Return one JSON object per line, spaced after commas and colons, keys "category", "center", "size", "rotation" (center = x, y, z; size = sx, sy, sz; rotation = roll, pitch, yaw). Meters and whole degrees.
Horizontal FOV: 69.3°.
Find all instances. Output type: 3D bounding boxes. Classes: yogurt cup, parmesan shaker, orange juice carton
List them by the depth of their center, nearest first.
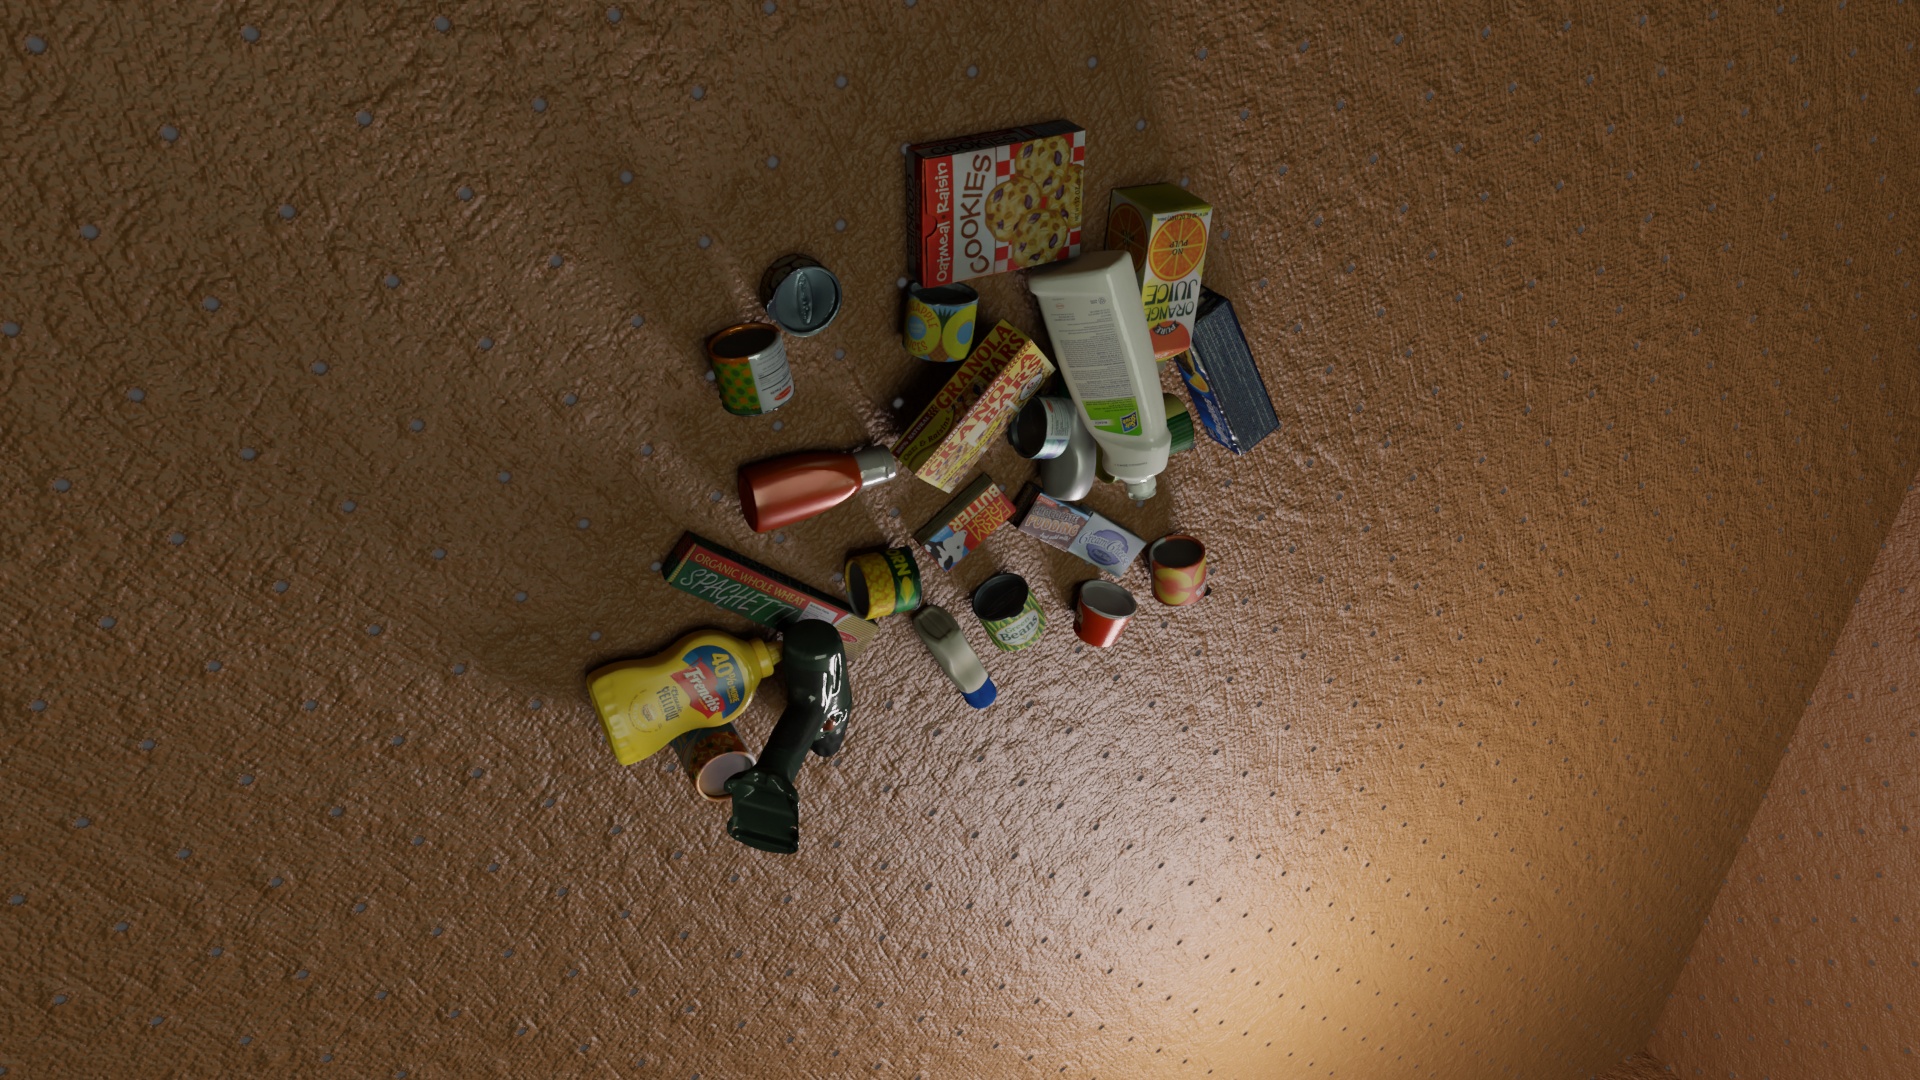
{"category": "orange juice carton", "center": [0.188, -0.250, 1.387], "size": [0.072, 0.073, 0.191], "rotation": [-13, 126, -26]}
{"category": "parmesan shaker", "center": [0.191, -0.108, 1.483], "size": [0.103, 0.071, 0.071], "rotation": [-24, 129, -18]}
{"category": "yogurt cup", "center": [0.163, 0.086, 1.599], "size": [0.072, 0.072, 0.053], "rotation": [-4, 129, -31]}

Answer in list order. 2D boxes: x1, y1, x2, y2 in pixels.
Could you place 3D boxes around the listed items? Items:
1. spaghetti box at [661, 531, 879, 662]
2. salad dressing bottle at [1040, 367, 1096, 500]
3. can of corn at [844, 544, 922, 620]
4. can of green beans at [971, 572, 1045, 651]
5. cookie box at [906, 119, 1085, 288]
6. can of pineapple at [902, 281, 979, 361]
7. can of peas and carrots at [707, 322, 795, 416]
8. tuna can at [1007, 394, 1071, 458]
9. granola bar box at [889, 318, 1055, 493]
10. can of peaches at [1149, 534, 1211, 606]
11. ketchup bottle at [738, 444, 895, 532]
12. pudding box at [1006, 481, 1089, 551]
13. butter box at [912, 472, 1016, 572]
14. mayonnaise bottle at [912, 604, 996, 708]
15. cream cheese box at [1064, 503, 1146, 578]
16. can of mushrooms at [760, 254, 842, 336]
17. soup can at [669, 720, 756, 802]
{"category": "spaghetti box", "center": [-0.185, 0.059, 1.380], "size": [0.250, 0.029, 0.050], "rotation": [29, 102, -41]}
{"category": "salad dressing bottle", "center": [0.115, -0.117, 1.439], "size": [0.044, 0.064, 0.147], "rotation": [-13, 118, -35]}
{"category": "can of corn", "center": [-0.079, 0.042, 1.411], "size": [0.058, 0.071, 0.070], "rotation": [-12, 125, -26]}
{"category": "can of green beans", "center": [0.053, 0.079, 1.521], "size": [0.071, 0.071, 0.057], "rotation": [-37, 132, -7]}
{"category": "cookie box", "center": [0.033, -0.308, 1.271], "size": [0.168, 0.040, 0.122], "rotation": [-16, 127, -23]}
{"category": "can of pineapple", "center": [-0.020, -0.204, 1.287], "size": [0.071, 0.071, 0.057], "rotation": [-9, 124, -28]}
{"category": "can of peas and carrots", "center": [-0.186, -0.151, 1.219], "size": [0.071, 0.071, 0.058], "rotation": [-24, 129, -18]}
{"category": "tuna can", "center": [0.080, -0.115, 1.413], "size": [0.033, 0.071, 0.070], "rotation": [-1, 120, -33]}
{"category": "granola bar box", "center": [0.013, -0.128, 1.340], "size": [0.165, 0.039, 0.124], "rotation": [-49, 165, 5]}
{"category": "can of peaches", "center": [0.256, 0.035, 1.620], "size": [0.071, 0.071, 0.057], "rotation": [-24, 129, -18]}
{"category": "ketchup bottle", "center": [-0.135, -0.056, 1.327], "size": [0.149, 0.044, 0.064], "rotation": [-17, 128, -23]}
{"category": "pudding box", "center": [0.094, -0.026, 1.503], "size": [0.083, 0.030, 0.049], "rotation": [24, 104, -41]}
{"category": "butter box", "center": [0.005, -0.018, 1.454], "size": [0.103, 0.024, 0.053], "rotation": [-42, 132, -2]}
{"category": "mayonnaise bottle", "center": [-0.001, 0.132, 1.527], "size": [0.041, 0.065, 0.147], "rotation": [-40, 137, -9]}
{"category": "cream cheese box", "center": [0.160, 0.001, 1.567], "size": [0.104, 0.024, 0.053], "rotation": [27, 102, -41]}
{"category": "can of mushrooms", "center": [-0.143, -0.216, 1.224], "size": [0.071, 0.033, 0.070], "rotation": [-17, 128, -23]}
{"category": "soup can", "center": [-0.253, 0.214, 1.400], "size": [0.071, 0.084, 0.071], "rotation": [-16, 127, -23]}
